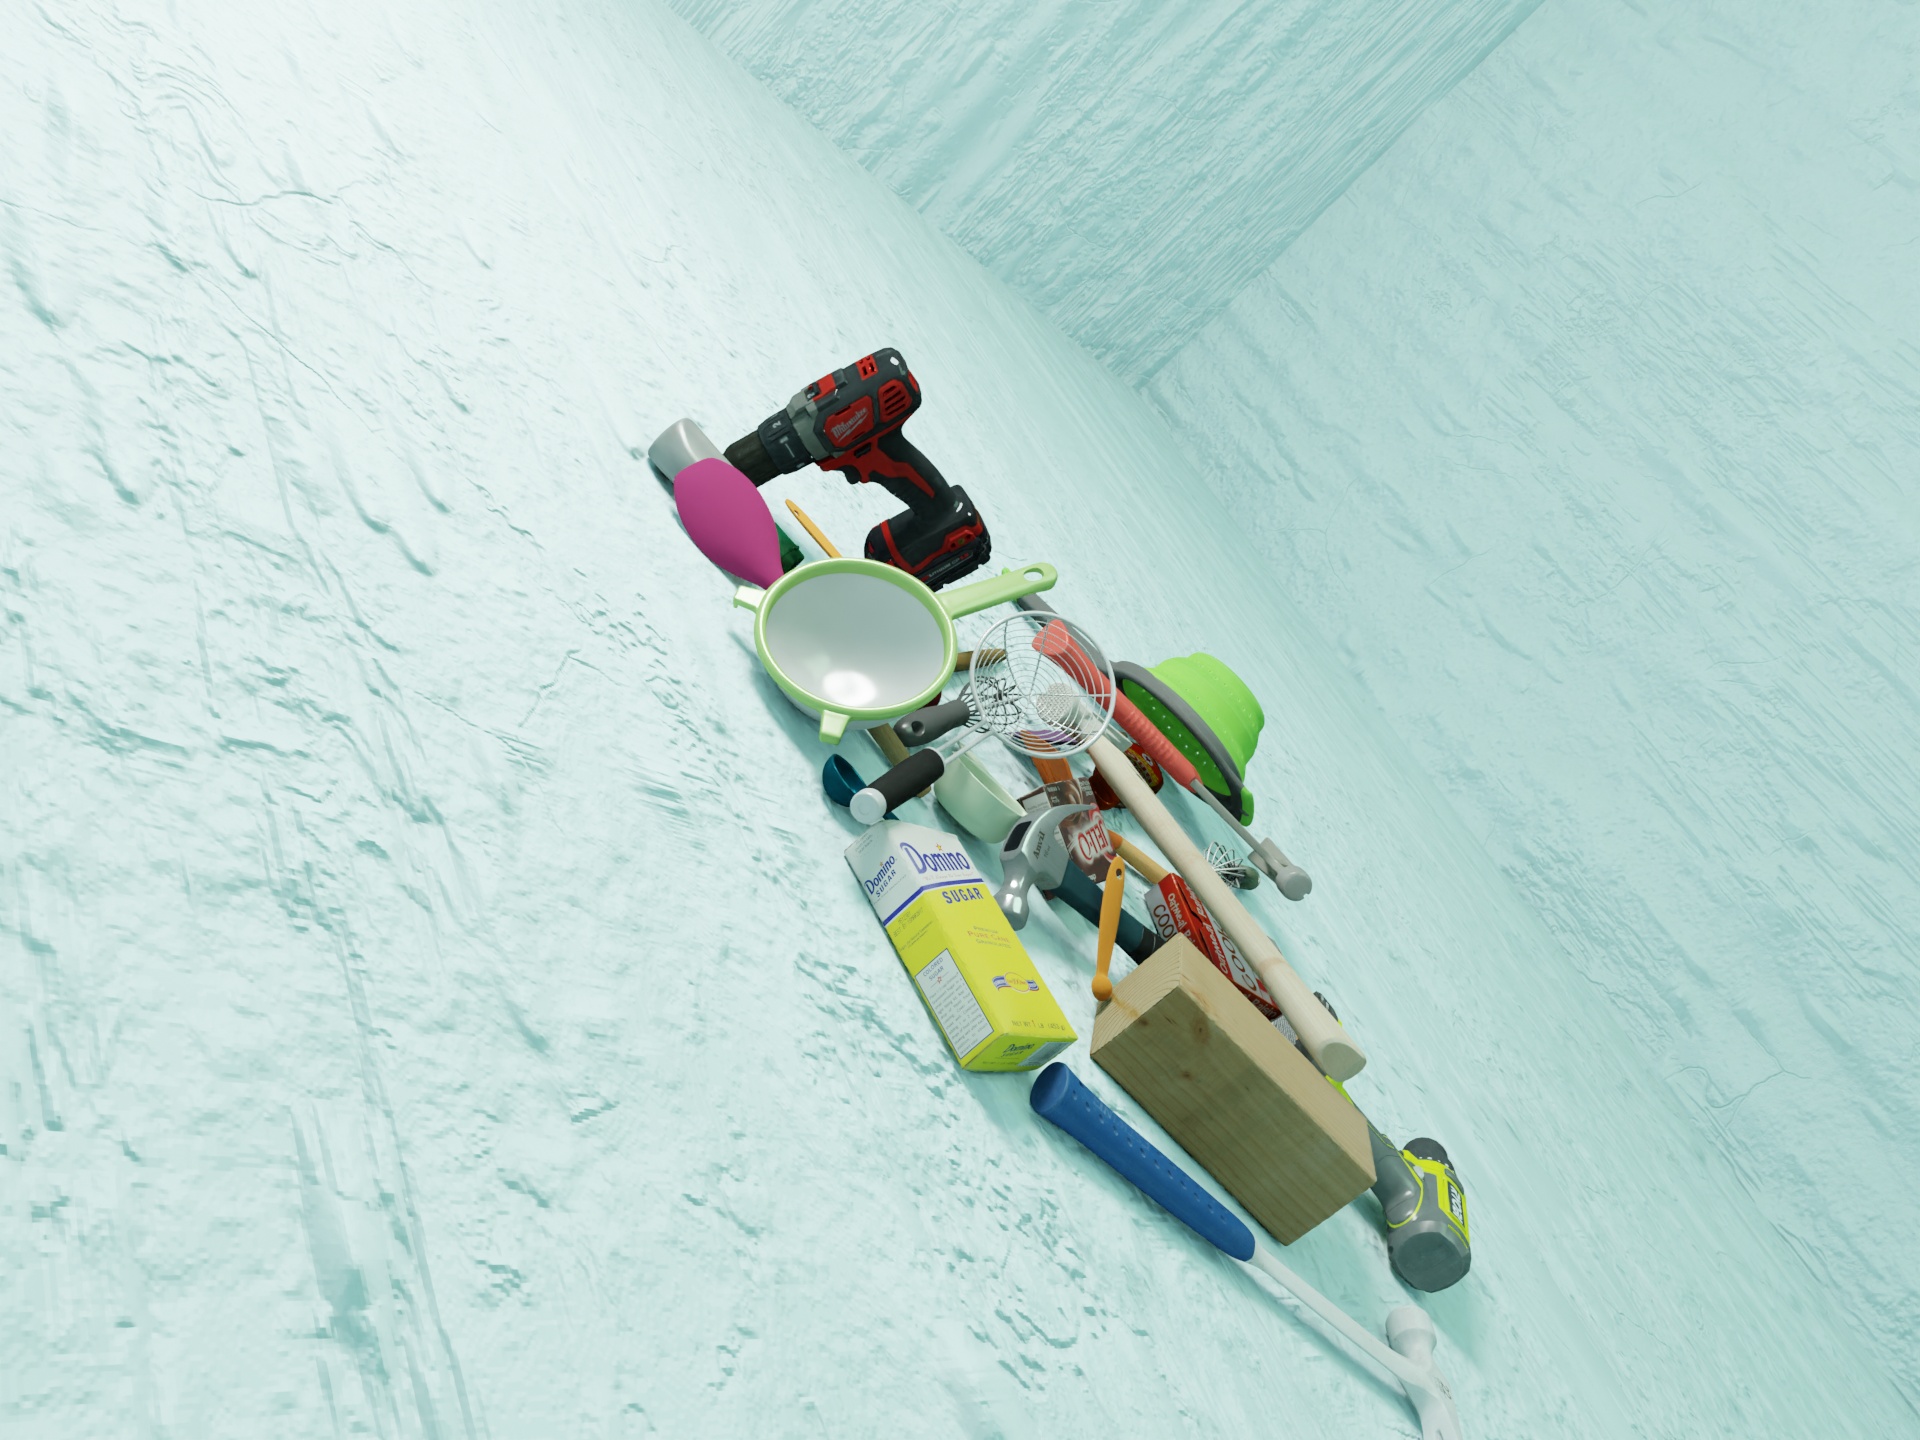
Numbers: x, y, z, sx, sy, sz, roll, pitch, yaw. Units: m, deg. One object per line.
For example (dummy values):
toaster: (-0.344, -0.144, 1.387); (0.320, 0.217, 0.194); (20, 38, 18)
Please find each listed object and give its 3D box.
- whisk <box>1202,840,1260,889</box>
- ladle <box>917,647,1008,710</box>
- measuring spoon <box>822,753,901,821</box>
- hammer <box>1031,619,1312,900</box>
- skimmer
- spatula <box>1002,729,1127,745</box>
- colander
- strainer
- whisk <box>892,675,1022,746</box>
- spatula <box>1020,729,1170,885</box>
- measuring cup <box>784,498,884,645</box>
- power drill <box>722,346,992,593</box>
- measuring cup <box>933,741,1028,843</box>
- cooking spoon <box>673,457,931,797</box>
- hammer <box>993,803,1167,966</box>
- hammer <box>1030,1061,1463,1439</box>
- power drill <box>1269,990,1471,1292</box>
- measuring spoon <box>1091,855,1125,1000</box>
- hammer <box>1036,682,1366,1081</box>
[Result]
whisk: (0.272, 0.155, 1.599); (0.246, 0.059, 0.058); (22, 62, -69)
ladle: (-0.004, -0.051, 1.466); (0.069, 0.031, 0.315); (56, 18, 6)
measuring spoon: (-0.057, 0.074, 1.127); (0.128, 0.021, 0.042); (48, 12, -28)
hammer: (0.203, 0.035, 1.562); (0.359, 0.036, 0.149); (44, 4, -13)
skimmer: (0.021, 0.000, 1.181); (0.127, 0.090, 0.363); (53, 24, 2)
spatula: (0.118, 0.017, 1.583); (0.060, 0.018, 0.315); (8, 2, 21)
colander: (0.204, -0.059, 1.736); (0.397, 0.094, 0.204); (45, -10, 22)
strainer: (-0.038, -0.062, 1.208); (0.256, 0.069, 0.152); (-21, 61, -28)
whisk: (-0.003, -0.003, 1.343); (0.055, 0.055, 0.239); (50, 22, 8)
spatula: (0.165, 0.118, 1.470); (0.322, 0.041, 0.081); (39, -3, -29)
measuring cup: (-0.101, -0.097, 1.282); (0.173, 0.052, 0.095); (51, 19, -6)
power drill: (-0.090, -0.202, 1.407); (0.226, 0.188, 0.080); (56, 9, -43)
measuring cup: (0.005, 0.052, 1.282); (0.083, 0.038, 0.168); (40, 5, -16)
cooking spoon: (-0.118, -0.072, 1.234); (0.319, 0.069, 0.017); (54, -23, 5)
hammer: (0.145, 0.181, 1.268); (0.330, 0.033, 0.128); (42, 51, -32)
hammer: (0.201, 0.364, 1.073); (0.405, 0.035, 0.144); (41, 20, -18)
power drill: (0.346, 0.349, 1.355); (0.228, 0.080, 0.190); (50, 19, 0)
measuring spoon: (0.116, 0.157, 1.209); (0.021, 0.011, 0.117); (33, 56, -37)
hammer: (0.205, 0.133, 1.334); (0.146, 0.038, 0.411); (35, 16, -53)
